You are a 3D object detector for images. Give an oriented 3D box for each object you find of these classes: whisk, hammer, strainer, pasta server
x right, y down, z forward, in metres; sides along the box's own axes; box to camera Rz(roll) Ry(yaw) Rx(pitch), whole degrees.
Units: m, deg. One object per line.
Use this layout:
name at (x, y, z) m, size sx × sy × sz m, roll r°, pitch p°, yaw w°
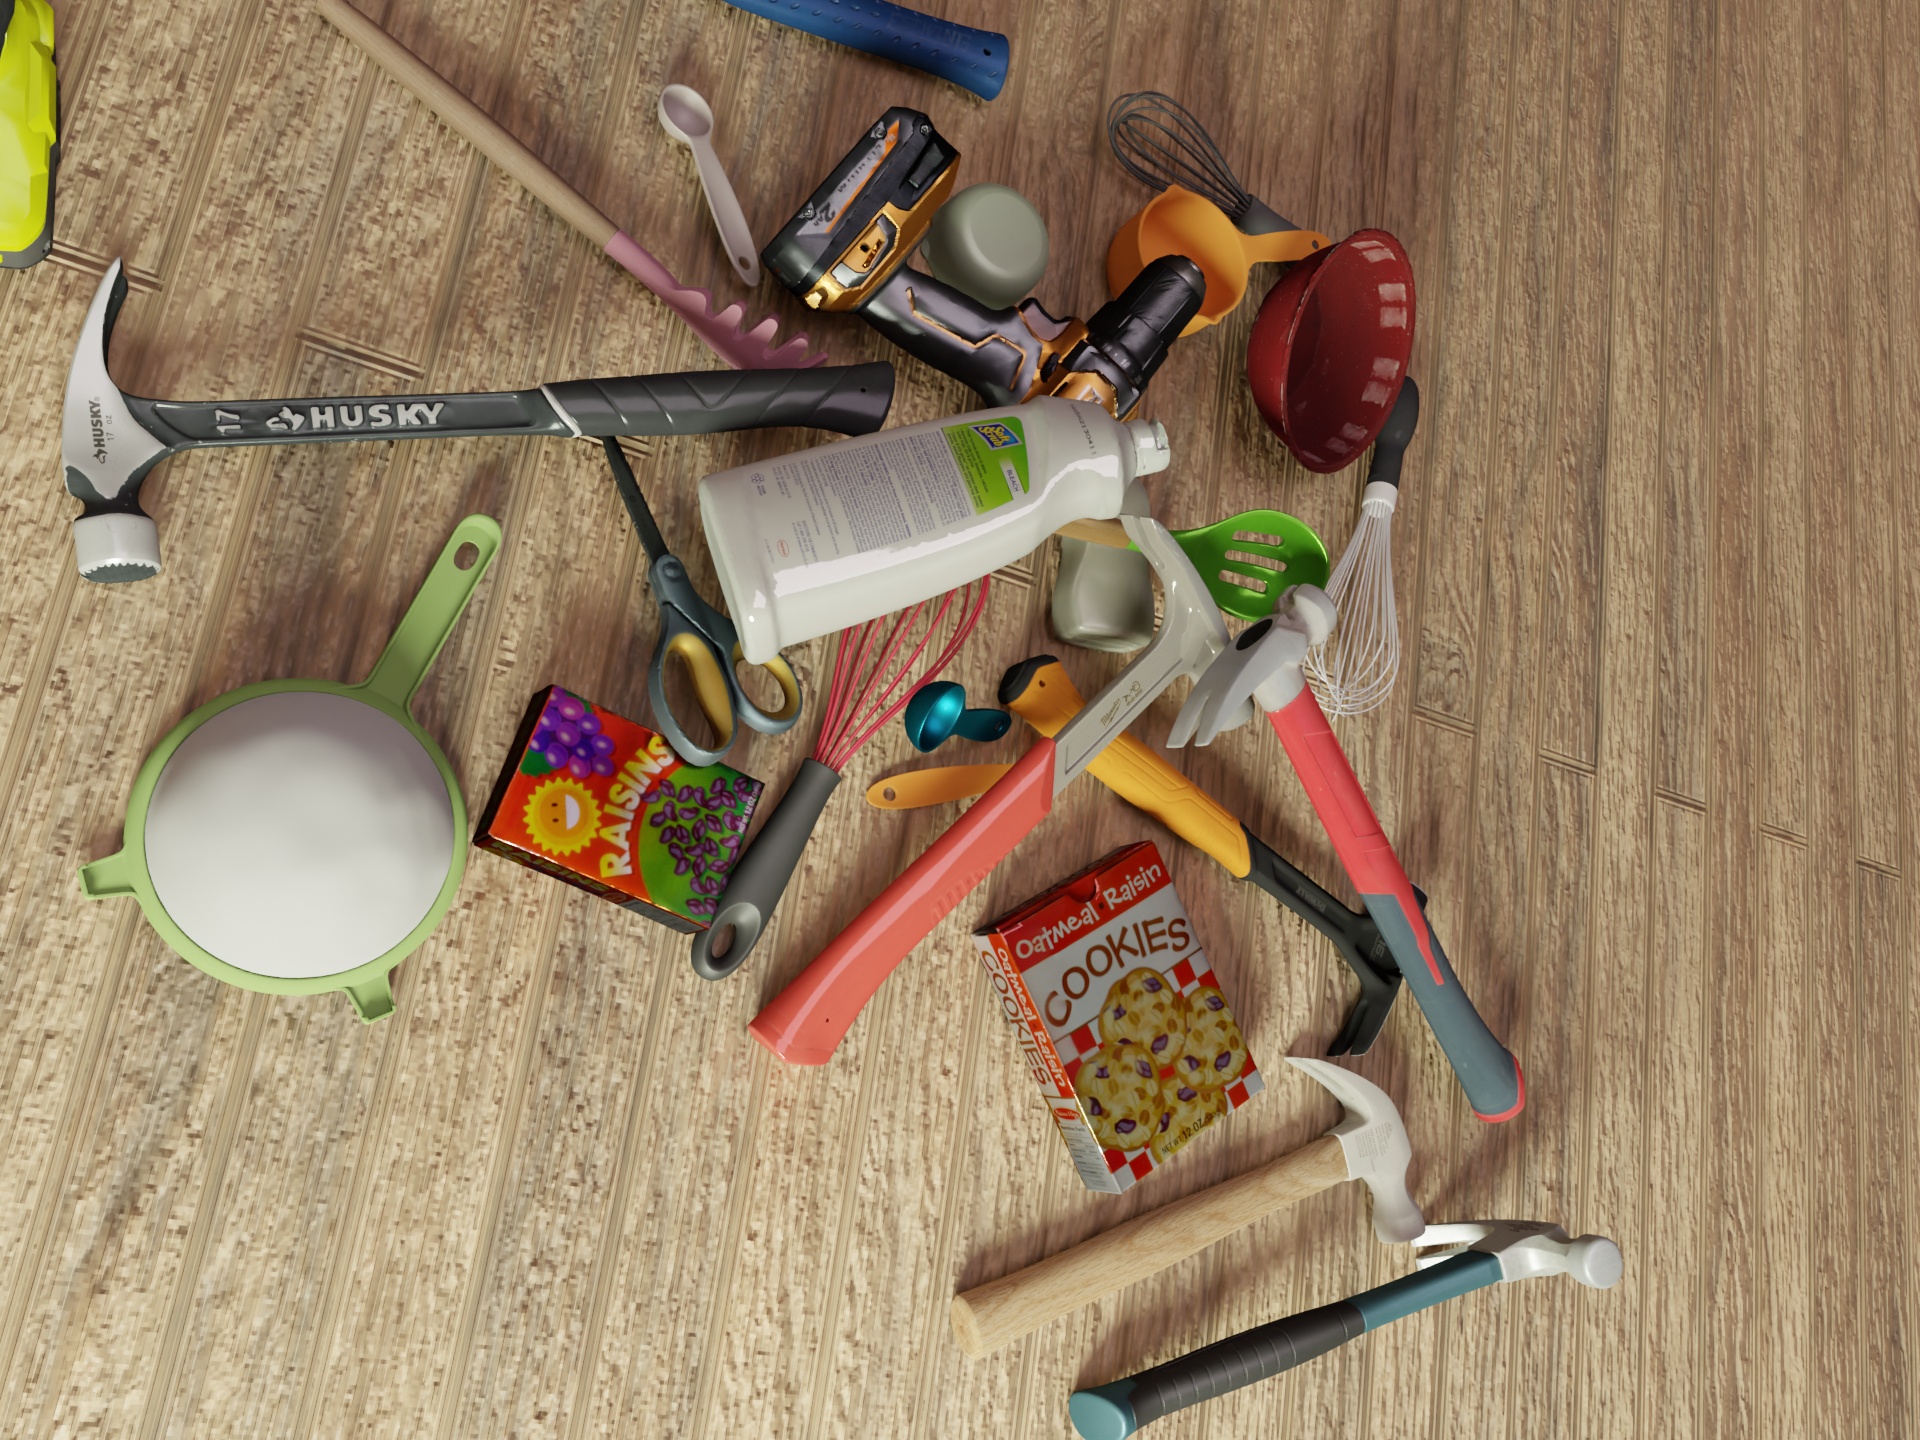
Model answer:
whisk at (0.283, -0.126, 1.094) m, size 0.070 × 0.070 × 0.285 m, roll 28°, pitch 63°, yaw -22°
hammer at (-0.225, -0.160, 0.804) m, size 0.408 × 0.036 × 0.149 m, roll -8°, pitch 82°, yaw -23°
strainer at (-0.277, 0.004, 0.746) m, size 0.151 × 0.069 × 0.256 m, roll 31°, pitch 68°, yaw -20°
hammer at (0.155, 0.075, 0.992) m, size 0.336 × 0.034 × 0.127 m, roll 37°, pitch 64°, yaw -18°
pasta server at (-0.207, -0.286, 0.864) m, size 0.316 × 0.060 × 0.040 m, roll 38°, pitch 101°, yaw -14°
whisk at (0.196, -0.355, 1.099) m, size 0.238 × 0.055 × 0.055 m, roll 27°, pitch 68°, yaw -26°
hammer at (0.019, 0.047, 0.880) m, size 0.359 × 0.037 × 0.149 m, roll -43°, pitch 119°, yaw -18°
hammer at (0.219, 0.355, 0.935) m, size 0.331 × 0.128 × 0.033 m, roll -11°, pitch 85°, yaw -21°
whisk at (-0.067, 0.010, 0.873) m, size 0.073 × 0.073 × 0.296 m, roll 35°, pitch 72°, yaw -19°
hammer at (0.139, 0.294, 0.940) m, size 0.331 × 0.031 × 0.130 m, roll -13°, pitch 86°, yaw -30°
hammer at (-0.154, -0.445, 0.926) m, size 0.405 × 0.035 × 0.144 m, roll 6°, pitch 77°, yaw -28°
hammer at (0.254, 0.113, 0.980) m, size 0.143 × 0.038 × 0.386 m, roll -45°, pitch 114°, yaw -32°

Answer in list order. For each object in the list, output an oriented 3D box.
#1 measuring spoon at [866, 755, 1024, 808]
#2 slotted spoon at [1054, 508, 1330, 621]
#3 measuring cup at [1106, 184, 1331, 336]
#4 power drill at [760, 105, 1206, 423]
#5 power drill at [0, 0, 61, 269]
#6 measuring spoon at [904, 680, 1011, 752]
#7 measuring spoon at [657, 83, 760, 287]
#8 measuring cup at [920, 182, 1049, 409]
measuring spoon at (-0.003, 0.037, 0.928) m, size 0.117 × 0.011 × 0.021 m, roll -8°, pitch 83°, yaw -26°
slotted spoon at (0.075, -0.116, 0.930) m, size 0.313 × 0.031 × 0.070 m, roll 11°, pitch 109°, yaw -20°
measuring cup at (0.174, -0.307, 1.071) m, size 0.173 × 0.052 × 0.095 m, roll -15°, pitch 87°, yaw -32°
power drill at (0.021, -0.252, 0.929) m, size 0.226 × 0.084 × 0.185 m, roll 41°, pitch 90°, yaw -17°
power drill at (-0.410, -0.280, 0.641) m, size 0.080 × 0.223 × 0.171 m, roll 0°, pitch 80°, yaw -29°
measuring spoon at (-0.001, -0.003, 0.897) m, size 0.021 × 0.128 × 0.042 m, roll 31°, pitch 98°, yaw 20°
measuring spoon at (-0.144, -0.304, 0.912) m, size 0.034 × 0.018 × 0.124 m, roll -21°, pitch 90°, yaw -44°
measuring cup at (0.025, -0.253, 0.984) m, size 0.083 × 0.038 × 0.168 m, roll -2°, pitch 80°, yaw -29°
